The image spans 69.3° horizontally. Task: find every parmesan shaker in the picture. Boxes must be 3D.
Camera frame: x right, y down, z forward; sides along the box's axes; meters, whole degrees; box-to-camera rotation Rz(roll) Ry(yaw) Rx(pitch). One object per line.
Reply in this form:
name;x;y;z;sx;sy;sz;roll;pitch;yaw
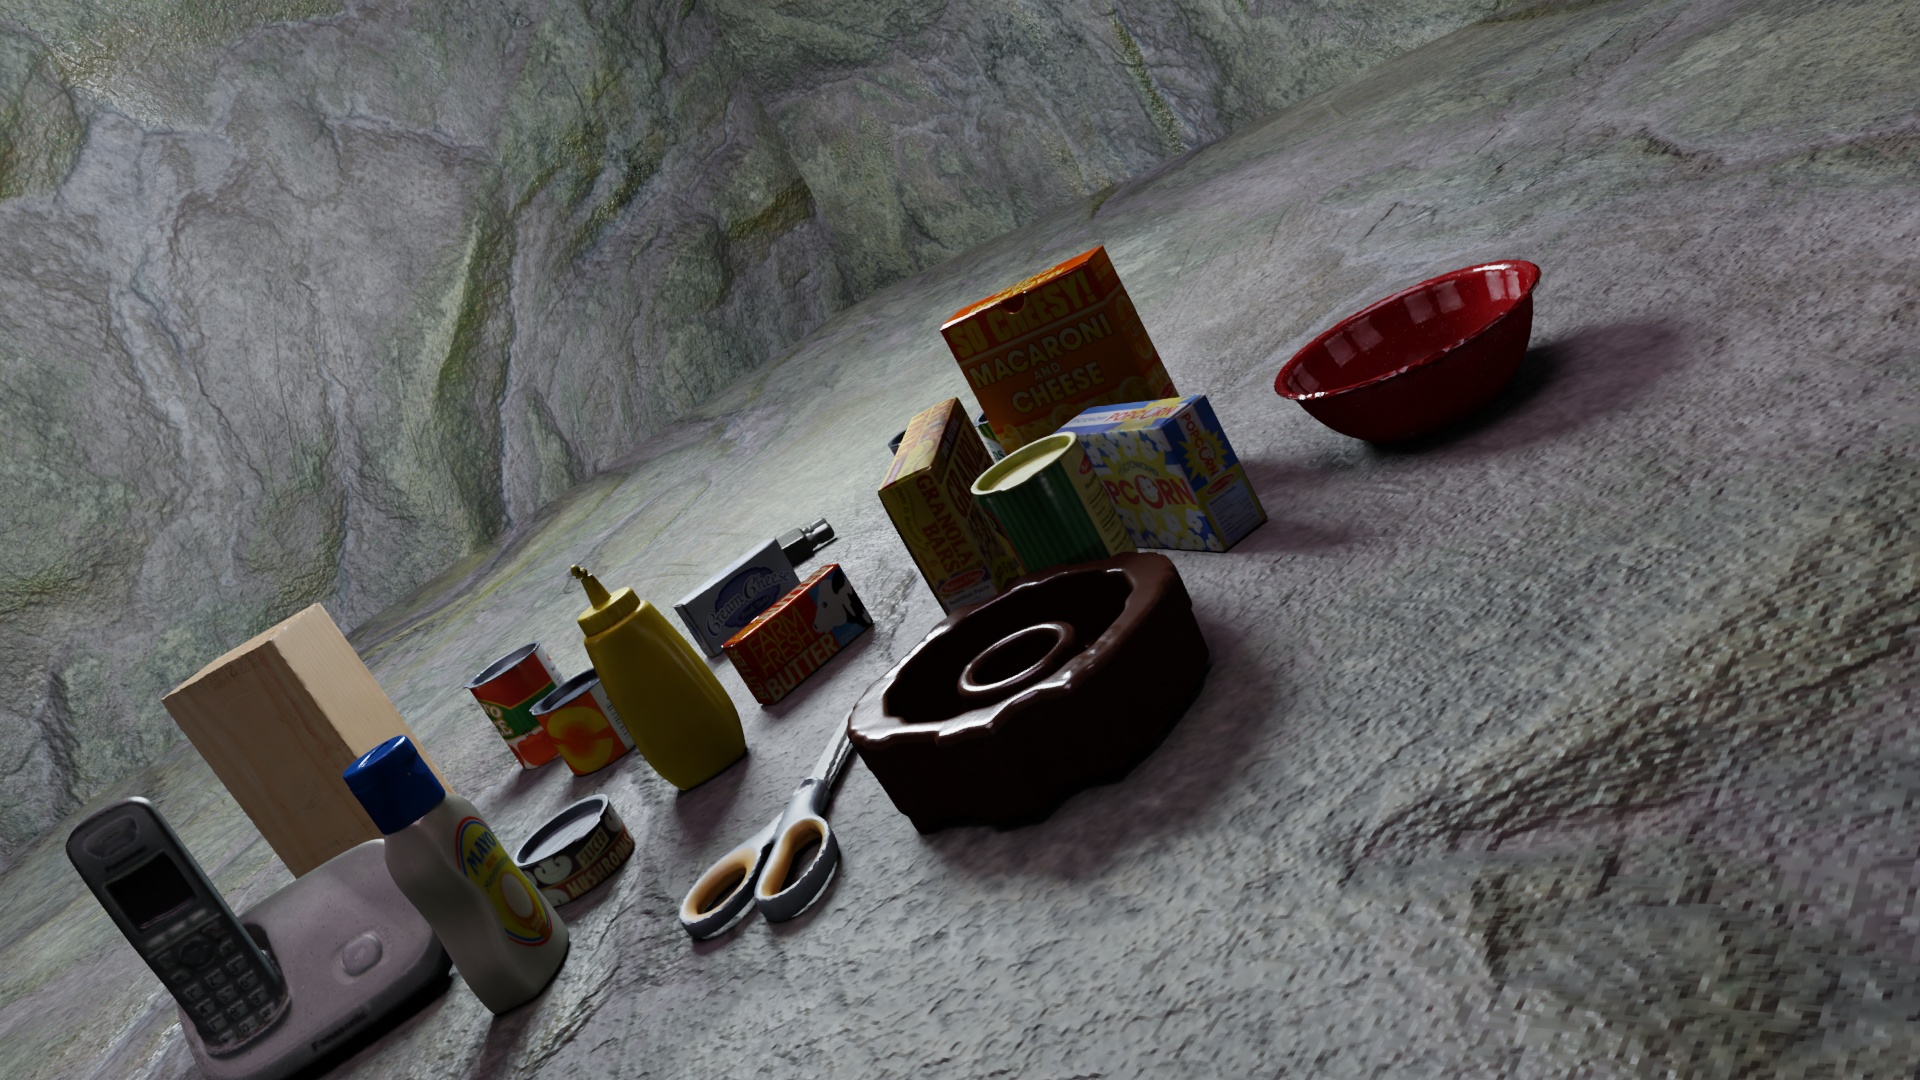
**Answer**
parmesan shaker;0.058;0.001;0.777;0.071;0.103;0.071;-27;15;8

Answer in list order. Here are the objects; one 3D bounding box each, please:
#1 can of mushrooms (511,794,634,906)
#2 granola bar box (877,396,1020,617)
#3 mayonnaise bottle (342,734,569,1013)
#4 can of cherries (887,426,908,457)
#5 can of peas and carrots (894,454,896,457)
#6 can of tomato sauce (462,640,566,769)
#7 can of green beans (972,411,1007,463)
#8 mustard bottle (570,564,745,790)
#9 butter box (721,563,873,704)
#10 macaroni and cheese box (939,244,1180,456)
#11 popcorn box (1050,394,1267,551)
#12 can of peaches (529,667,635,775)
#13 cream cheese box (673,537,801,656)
can of mushrooms;-0.232;0.187;0.837;0.071;0.033;0.071;-27;15;8
granola bar box;0.003;-0.011;0.877;0.039;0.124;0.166;-26;15;14
mayonnaise bottle;-0.263;0.171;0.723;0.041;0.147;0.065;-27;15;11
can of cherries;-0.023;-0.080;1.279;0.071;0.058;0.072;-27;15;8
can of peas and carrots;-0.013;-0.064;1.209;0.071;0.058;0.071;-27;15;8
can of tomato sauce;-0.351;0.135;1.130;0.071;0.083;0.071;-27;15;8
can of green beans;0.054;-0.091;1.176;0.071;0.057;0.071;-27;15;8
mustard bottle;-0.198;0.080;0.880;0.065;0.160;0.049;-31;15;-5
butter box;-0.113;0.065;0.979;0.104;0.053;0.024;-39;17;-33
macaroni and cheese box;0.078;-0.100;0.947;0.123;0.166;0.040;-20;17;33
popcorn box;0.116;-0.040;0.838;0.038;0.085;0.126;-35;16;-21
can of peaches;-0.279;0.135;1.045;0.071;0.058;0.071;-27;15;8
cream cheese box;-0.185;0.047;1.169;0.104;0.053;0.024;-38;17;-30
